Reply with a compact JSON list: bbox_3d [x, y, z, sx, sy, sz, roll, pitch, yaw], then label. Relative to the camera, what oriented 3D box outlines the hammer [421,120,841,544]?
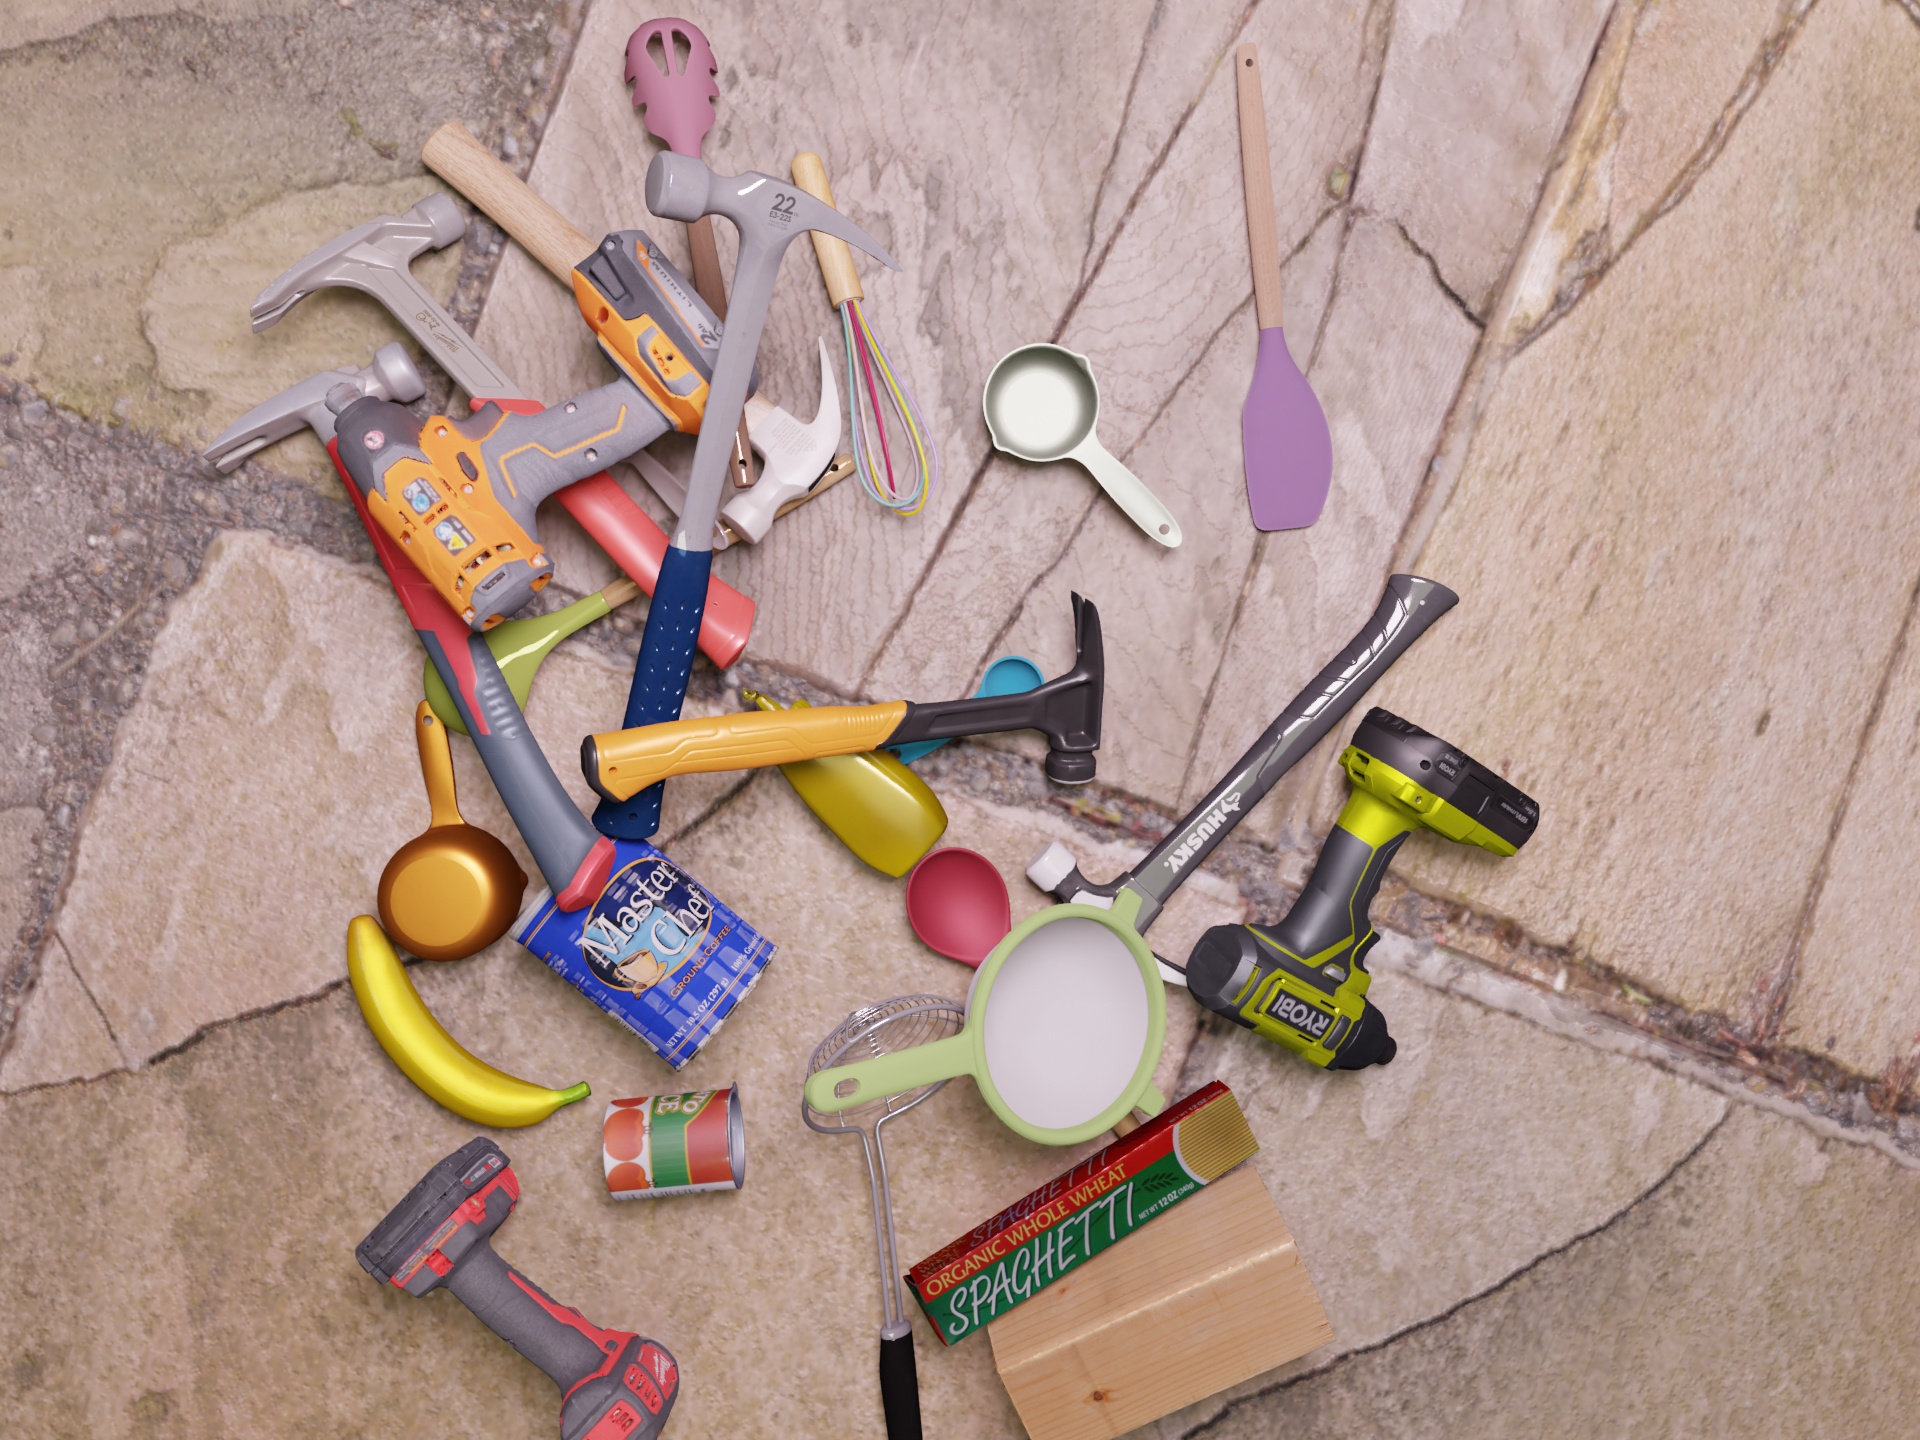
[{"bbox_3d":[-0.212,-0.269,1.029,0.331,0.031,0.130,42,79,0],"label":"hammer"}]

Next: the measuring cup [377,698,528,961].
[{"bbox_3d":[-0.344,0.074,1.044,0.095,0.052,0.173,-8,96,-1],"label":"measuring cup"}]

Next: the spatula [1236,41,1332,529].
[{"bbox_3d":[0.206,-0.285,1.053,0.060,0.018,0.316,-7,95,-2],"label":"spatula"}]

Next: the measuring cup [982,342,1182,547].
[{"bbox_3d":[0.084,-0.175,1.048,0.083,0.038,0.167,-45,96,2],"label":"measuring cup"}]

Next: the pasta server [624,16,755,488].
[{"bbox_3d":[-0.164,-0.301,1.012,0.060,0.040,0.316,-10,87,-8],"label":"pasta server"}]

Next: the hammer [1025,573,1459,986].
[{"bbox_3d":[0.209,0.032,1.066,0.146,0.035,0.335,44,91,-3],"label":"hammer"}]

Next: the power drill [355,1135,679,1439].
[{"bbox_3d":[-0.272,0.380,1.030,0.219,0.143,0.078,44,88,3],"label":"power drill"}]

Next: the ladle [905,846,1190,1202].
[{"bbox_3d":[0.068,0.215,1.078,0.069,0.031,0.315,-38,96,-7],"label":"ladle"}]

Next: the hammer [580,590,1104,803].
[{"bbox_3d":[-0.065,-0.002,0.986,0.336,0.034,0.127,-8,113,-21],"label":"hammer"}]

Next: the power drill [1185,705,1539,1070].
[{"bbox_3d":[0.270,0.119,1.042,0.171,0.080,0.223,29,96,-28],"label":"power drill"}]

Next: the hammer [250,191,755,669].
[{"bbox_3d":[-0.268,-0.167,0.998,0.359,0.036,0.149,47,65,0],"label":"hammer"}]

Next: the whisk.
[{"bbox_3d":[-0.070,-0.250,1.039,0.051,0.047,0.245,-17,90,-12],"label":"whisk"}]

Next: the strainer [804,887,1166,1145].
[{"bbox_3d":[0.010,0.198,0.997,0.256,0.069,0.151,-9,94,-30],"label":"strainer"}]

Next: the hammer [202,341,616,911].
[{"bbox_3d":[-0.332,-0.048,0.989,0.143,0.038,0.386,-29,78,-5],"label":"hammer"}]

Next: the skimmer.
[{"bbox_3d":[-0.035,0.356,1.053,0.127,0.090,0.363,-9,97,-32],"label":"skimmer"}]

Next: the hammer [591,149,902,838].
[{"bbox_3d":[-0.149,-0.111,0.927,0.144,0.035,0.405,3,117,-30],"label":"hammer"}]

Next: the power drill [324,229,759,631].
[{"bbox_3d":[-0.250,-0.184,0.938,0.226,0.084,0.164,-41,93,-6],"label":"power drill"}]

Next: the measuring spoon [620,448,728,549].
[{"bbox_3d":[-0.189,-0.156,1.036,0.124,0.018,0.034,46,130,12],"label":"measuring spoon"}]

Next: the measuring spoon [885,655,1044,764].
[{"bbox_3d":[-0.002,-0.003,1.070,0.128,0.021,0.042,-29,101,10],"label":"measuring spoon"}]

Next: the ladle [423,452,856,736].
[{"bbox_3d":[-0.209,-0.090,1.050,0.320,0.062,0.078,-31,82,-6],"label":"ladle"}]
